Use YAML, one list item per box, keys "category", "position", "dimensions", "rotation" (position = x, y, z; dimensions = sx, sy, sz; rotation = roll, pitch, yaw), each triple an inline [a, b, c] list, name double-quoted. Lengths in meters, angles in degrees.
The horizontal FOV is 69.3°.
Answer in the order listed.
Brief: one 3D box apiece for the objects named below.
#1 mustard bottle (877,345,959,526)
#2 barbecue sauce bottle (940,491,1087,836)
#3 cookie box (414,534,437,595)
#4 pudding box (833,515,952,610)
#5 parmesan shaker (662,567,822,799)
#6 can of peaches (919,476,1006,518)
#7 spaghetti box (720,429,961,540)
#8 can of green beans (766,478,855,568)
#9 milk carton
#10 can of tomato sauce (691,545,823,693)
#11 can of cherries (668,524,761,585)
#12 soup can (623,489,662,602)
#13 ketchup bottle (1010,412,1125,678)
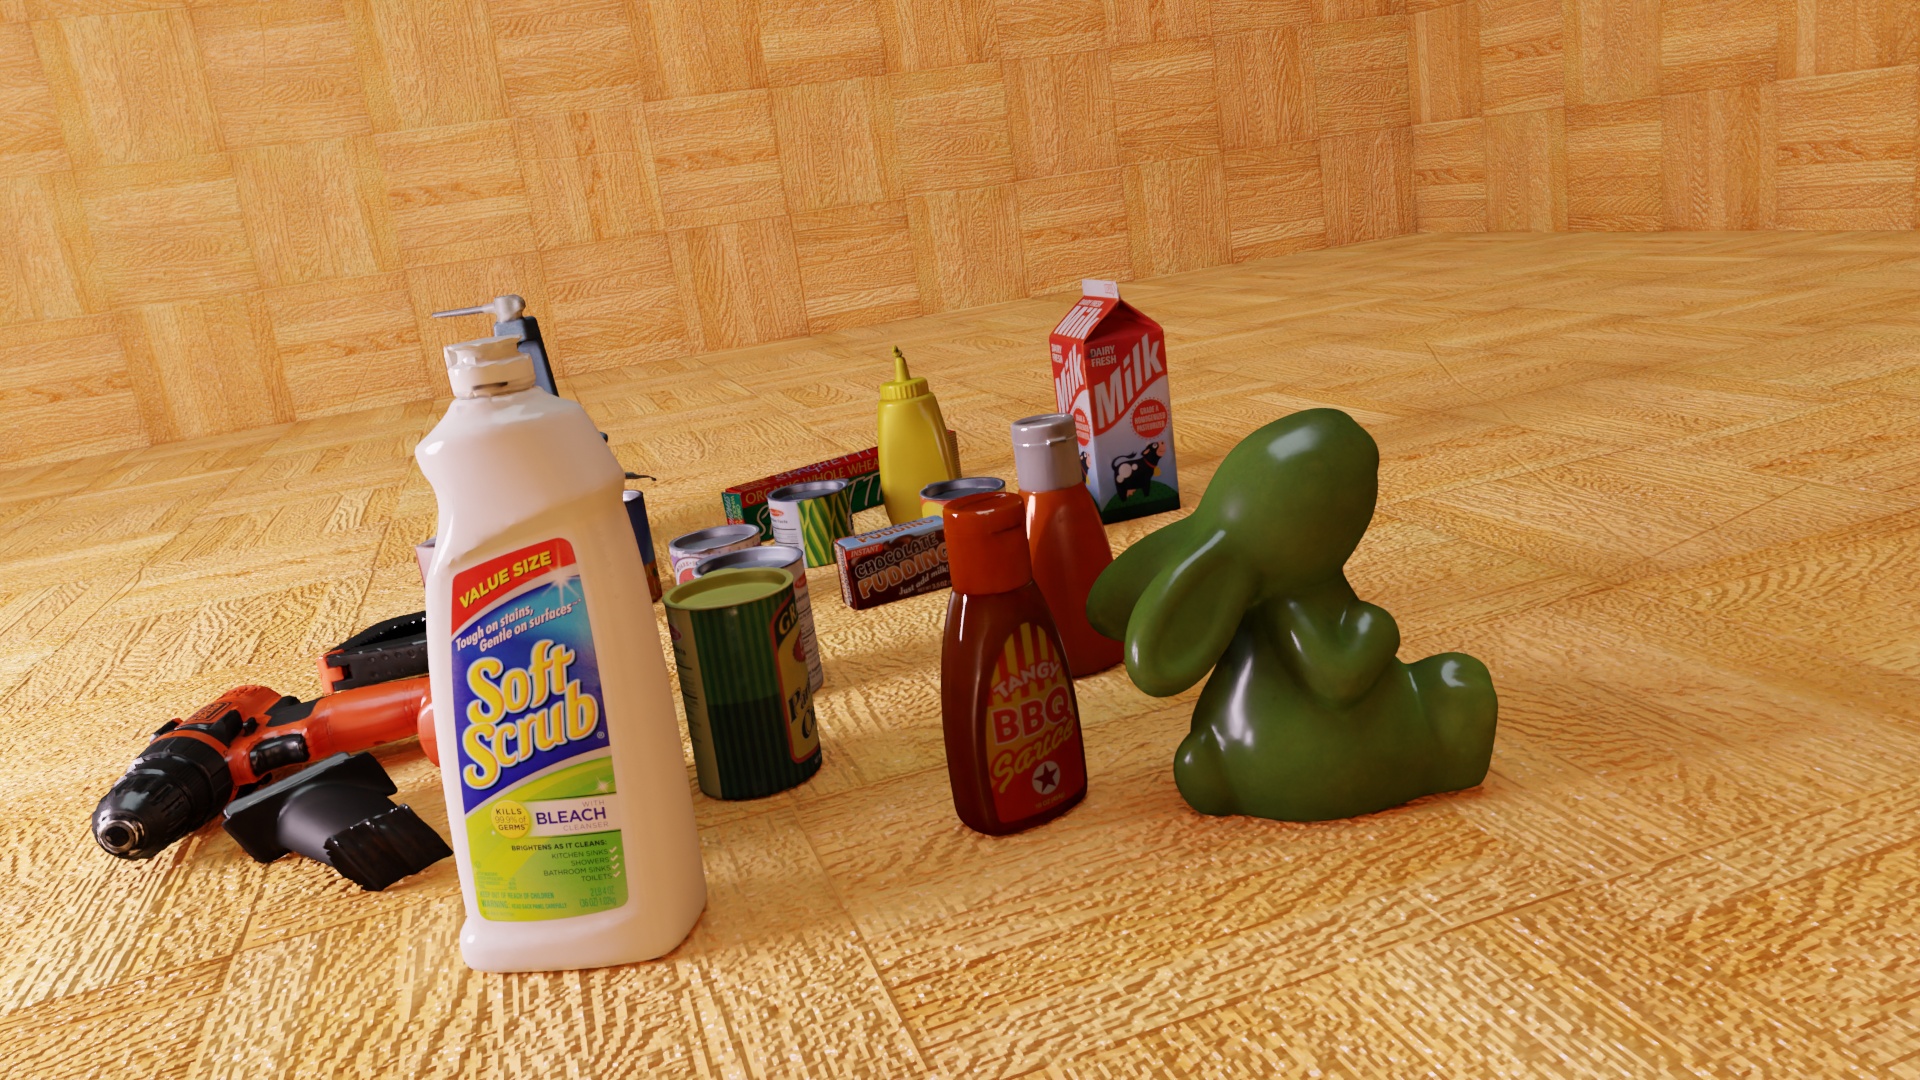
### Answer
- category: "mustard bottle"
  position: [-0.038, -0.083, 1.146]
  dimensions: [0.065, 0.159, 0.049]
  rotation: [-8, 14, 2]
- category: "barbecue sauce bottle"
  position: [0.019, 0.054, 0.624]
  dimensions: [0.065, 0.148, 0.043]
  rotation: [-17, 17, -32]
- category: "cookie box"
  position: [-0.193, 0.062, 0.666]
  dimensions: [0.040, 0.167, 0.123]
  rotation: [-5, 15, 11]
- category: "pudding box"
  position: [-0.045, 0.015, 0.997]
  dimensions: [0.084, 0.049, 0.030]
  rotation: [-14, 15, -22]
- category: "parmesan shaker"
  position: [-0.111, 0.071, 0.714]
  dimensions: [0.071, 0.102, 0.071]
  rotation: [-7, 14, 2]
- category: "can of peaches"
  position: [0.004, -0.013, 1.062]
  dimensions: [0.071, 0.058, 0.071]
  rotation: [-7, 15, 2]
- category: "spaghetti box"
  position: [-0.103, -0.052, 1.278]
  dimensions: [0.251, 0.050, 0.028]
  rotation: [-19, 18, -37]
- category: "can of green beans"
  position: [-0.120, -0.014, 1.129]
  dimensions: [0.071, 0.057, 0.071]
  rotation: [-7, 15, 2]
- category: "milk carton"
  position: [0.123, -0.116, 1.126]
  dimensions: [0.073, 0.190, 0.072]
  rotation: [-12, 15, -16]
- category: "can of tomato sauce"
  position: [-0.123, 0.052, 0.834]
  dimensions: [0.071, 0.083, 0.071]
  rotation: [-7, 14, 2]
- category: "can of cherries"
  position: [-0.176, 0.025, 1.010]
  dimensions: [0.071, 0.058, 0.072]
  rotation: [-7, 15, 2]
- category: "soup can"
  position: [-0.270, 0.008, 1.075]
  dimensions: [0.071, 0.083, 0.071]
  rotation: [-7, 14, 2]
- category: "ketchup bottle"
  position: [0.056, 0.003, 0.793]
  dimensions: [0.065, 0.148, 0.043]
  rotation: [-13, 15, -17]
